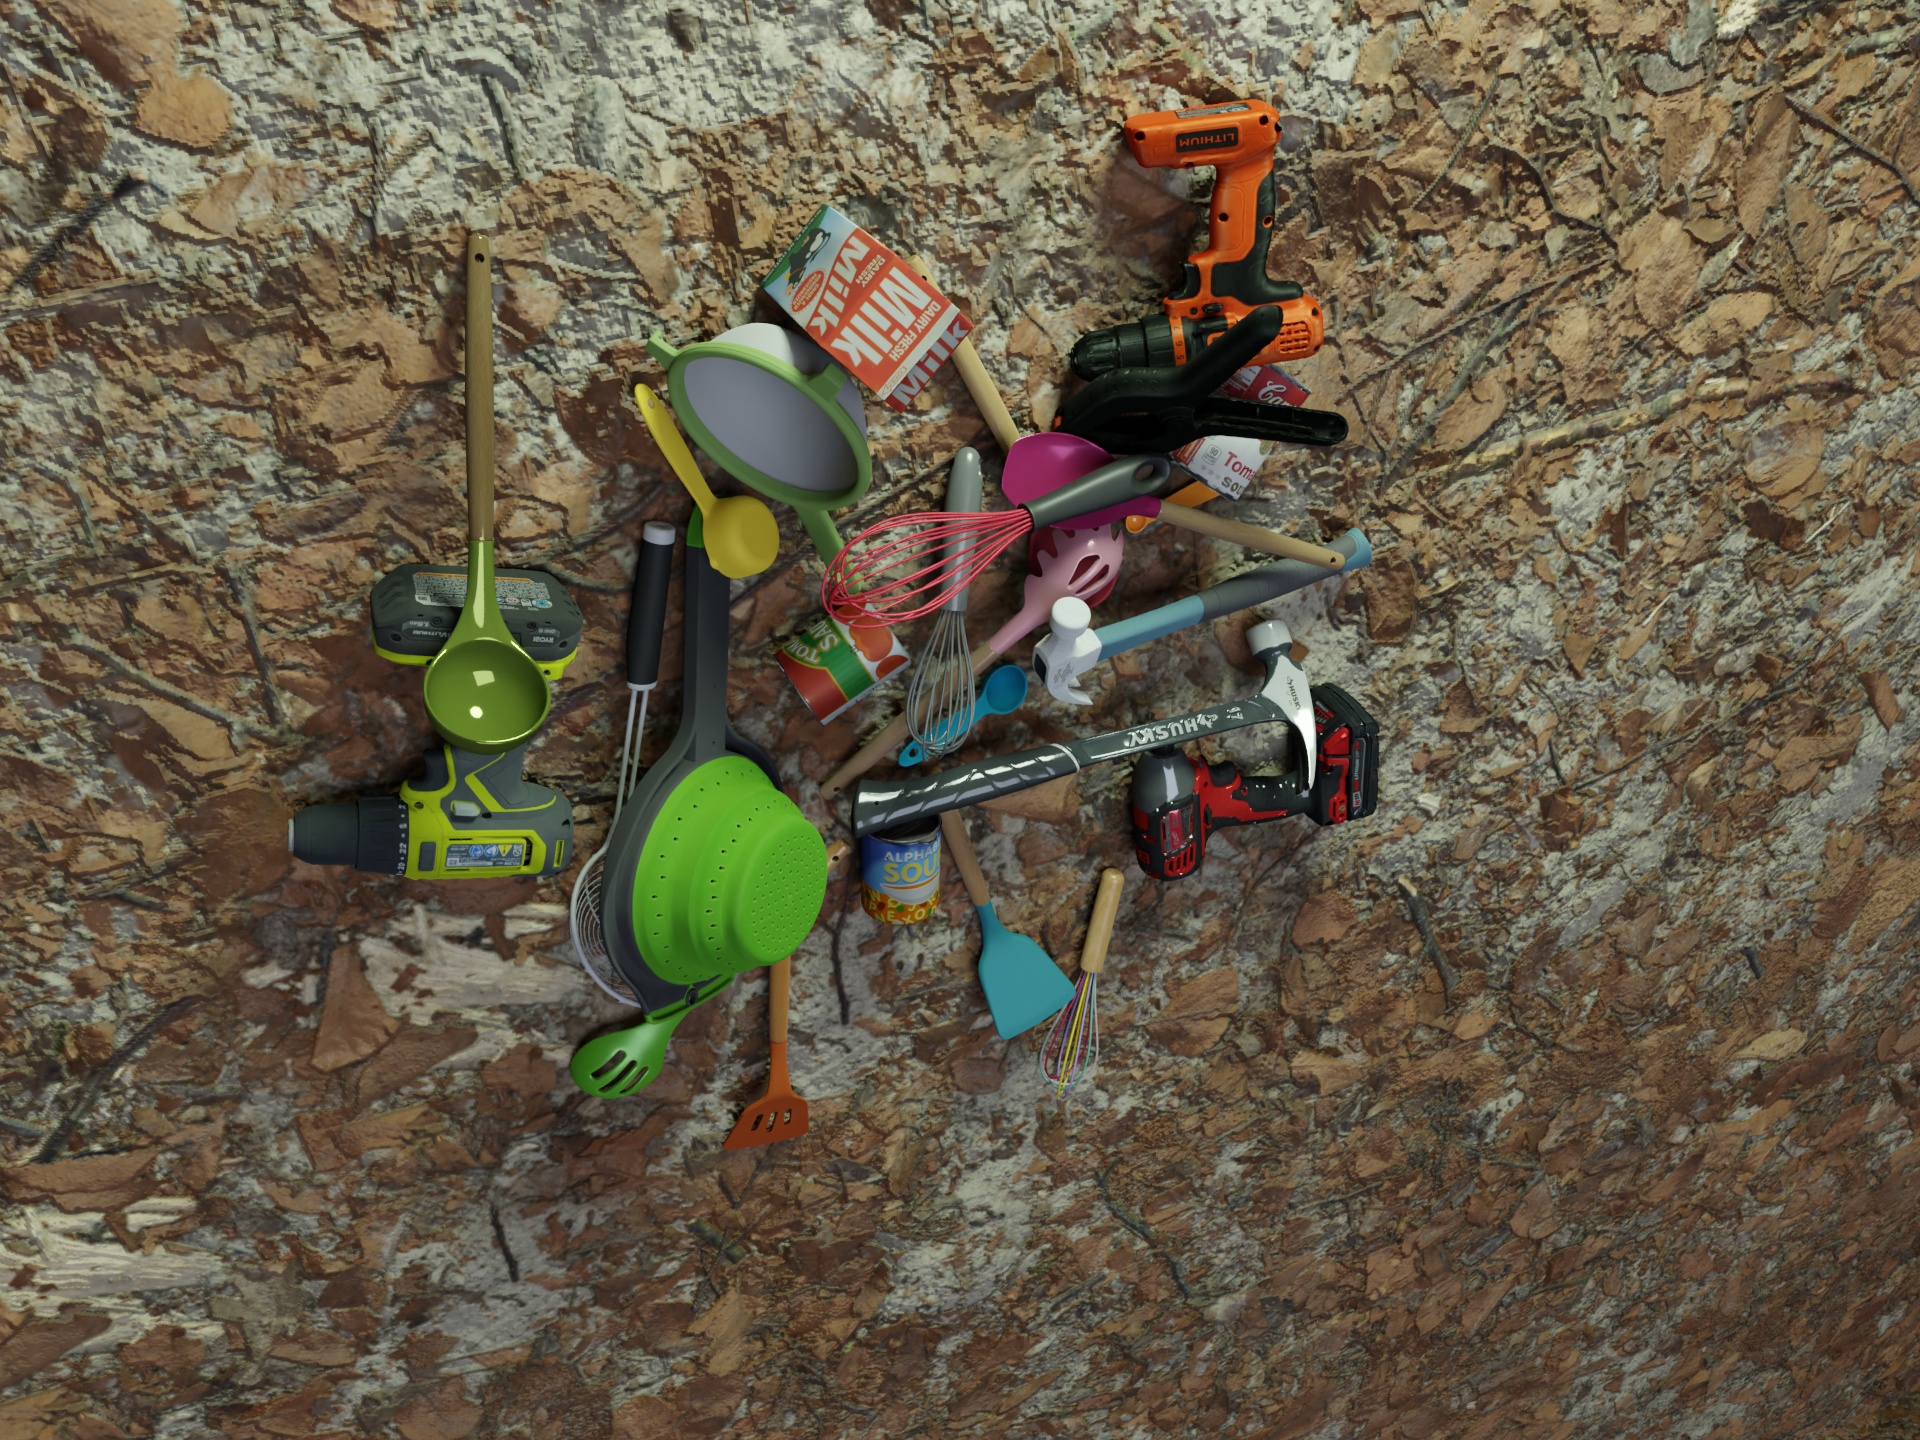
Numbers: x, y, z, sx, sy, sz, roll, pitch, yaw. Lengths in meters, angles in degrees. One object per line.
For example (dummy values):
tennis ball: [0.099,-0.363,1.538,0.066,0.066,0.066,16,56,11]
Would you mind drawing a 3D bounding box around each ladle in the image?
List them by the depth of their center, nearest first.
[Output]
ladle: [-0.296,-0.139,0.987,0.078,0.062,0.320,-2,96,-27]
ladle: [0.035,-0.208,1.181,0.069,0.031,0.315,-32,125,1]

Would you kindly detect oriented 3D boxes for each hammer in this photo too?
hammer: [0.202,-0.095,1.288,0.331,0.033,0.128,-21,153,-23]
hammer: [0.105,0.031,1.301,0.409,0.149,0.036,-14,168,-14]

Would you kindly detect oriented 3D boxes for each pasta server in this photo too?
pasta server: [0.005,-0.043,1.244,0.316,0.040,0.060,-40,122,15]

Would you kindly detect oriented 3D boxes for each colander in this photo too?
colander: [-0.158,0.039,1.152,0.204,0.094,0.397,-22,120,-57]

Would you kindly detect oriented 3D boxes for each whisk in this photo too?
whisk: [0.030,-0.136,1.129,0.296,0.073,0.073,-24,126,-23]
whisk: [-0.008,-0.085,1.194,0.055,0.055,0.239,2,100,-26]
whisk: [0.116,0.246,1.482,0.047,0.051,0.245,-11,120,-44]

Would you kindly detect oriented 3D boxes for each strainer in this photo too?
strainer: [-0.102,-0.186,1.101,0.069,0.151,0.256,-63,153,-24]

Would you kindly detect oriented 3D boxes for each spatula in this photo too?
spatula: [-0.159,0.247,1.363,0.081,0.041,0.322,-6,116,-22]
spatula: [0.018,0.141,1.367,0.082,0.044,0.317,-30,125,-12]

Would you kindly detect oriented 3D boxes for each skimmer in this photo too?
skimmer: [-0.221,0.038,1.168,0.127,0.090,0.363,-19,128,-50]

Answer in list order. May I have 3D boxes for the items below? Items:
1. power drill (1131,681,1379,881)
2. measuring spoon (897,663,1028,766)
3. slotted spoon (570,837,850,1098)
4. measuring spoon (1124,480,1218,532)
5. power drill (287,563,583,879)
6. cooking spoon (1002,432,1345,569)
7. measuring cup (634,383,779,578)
power drill: [0.254,0.049,1.405,0.219,0.079,0.143,-17,123,-12]
measuring spoon: [-0.002,-0.004,1.275,0.128,0.021,0.042,-35,123,-16]
slotted spoon: [-0.202,0.206,1.300,0.313,0.031,0.070,-45,121,9]
measuring spoon: [0.180,-0.181,1.276,0.117,0.011,0.021,-26,124,-13]
power drill: [-0.358,0.012,1.100,0.190,0.080,0.228,2,120,-25]
cooking spoon: [0.171,-0.157,1.224,0.318,0.017,0.069,12,97,-27]
measuring cup: [-0.171,-0.164,1.081,0.029,0.062,0.156,-5,131,32]
